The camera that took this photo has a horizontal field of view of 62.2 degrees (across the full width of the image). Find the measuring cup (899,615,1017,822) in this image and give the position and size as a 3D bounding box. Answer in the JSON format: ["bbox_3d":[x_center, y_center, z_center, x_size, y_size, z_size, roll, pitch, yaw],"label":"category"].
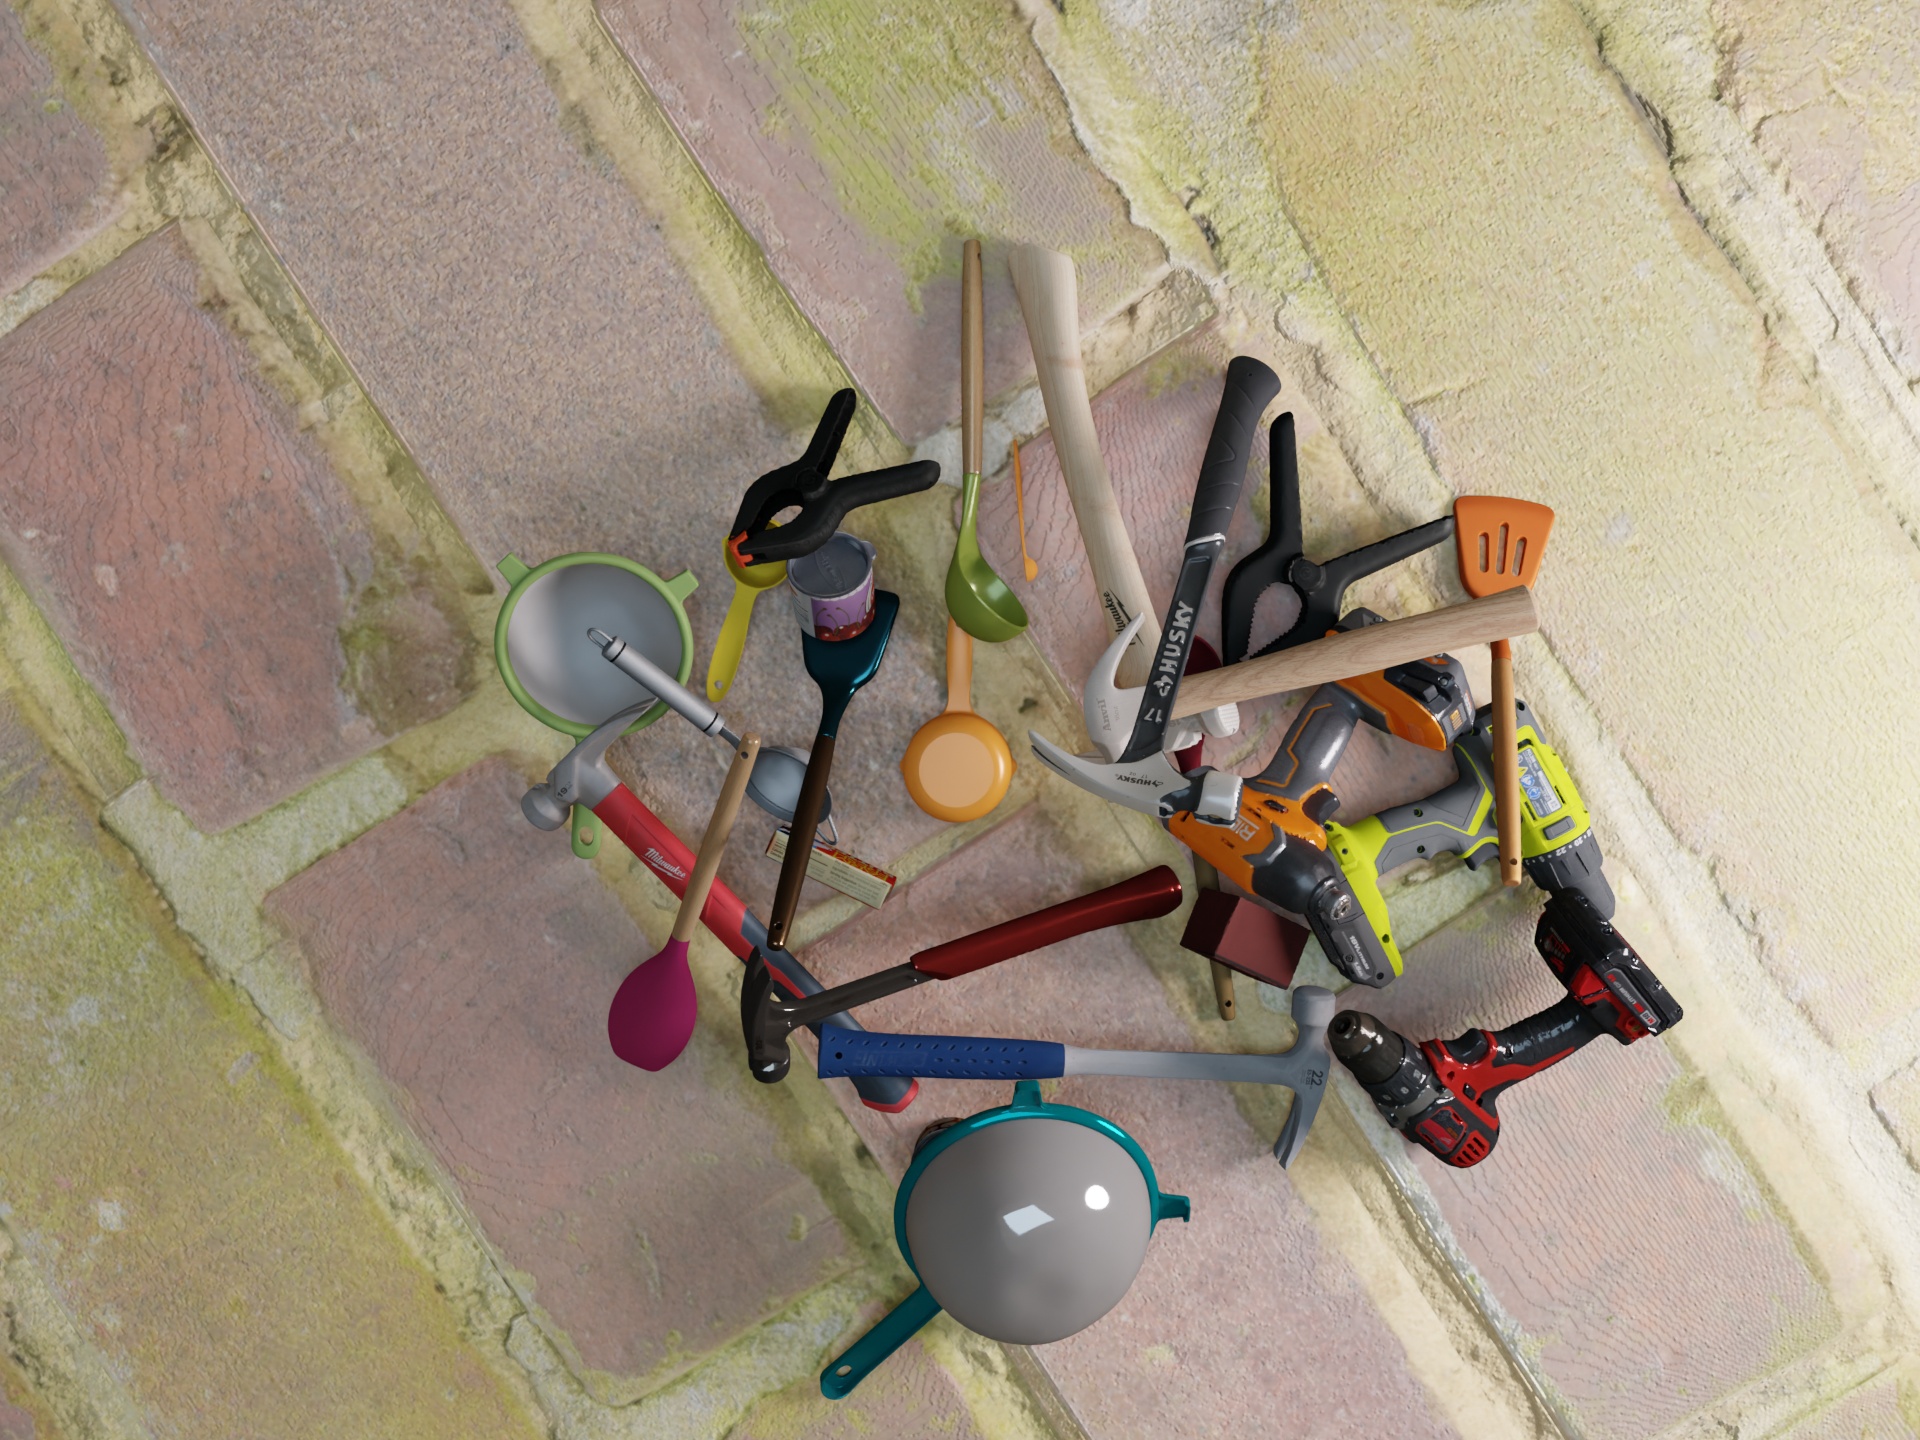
[{"bbox_3d":[-0.002,-0.004,1.258,0.095,0.052,0.173,1,94,2],"label":"measuring cup"}]

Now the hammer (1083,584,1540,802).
[{"bbox_3d":[0.251,-0.043,1.157,0.331,0.031,0.130,-15,84,6],"label":"hammer"}]

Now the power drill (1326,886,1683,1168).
[{"bbox_3d":[0.403,0.229,1.203,0.226,0.080,0.187,-41,119,14],"label":"power drill"}]

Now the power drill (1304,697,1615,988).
[{"bbox_3d":[0.383,0.114,1.241,0.228,0.080,0.190,-28,91,0],"label":"power drill"}]

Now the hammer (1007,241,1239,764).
[{"bbox_3d":[0.096,-0.170,1.244,0.146,0.038,0.411,-17,86,32],"label":"hammer"}]

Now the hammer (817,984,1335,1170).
[{"bbox_3d":[0.091,0.273,1.249,0.405,0.035,0.144,3,97,-6],"label":"hammer"}]

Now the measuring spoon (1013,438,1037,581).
[{"bbox_3d":[0.051,-0.167,1.257,0.011,0.021,0.117,-5,80,2],"label":"measuring spoon"}]

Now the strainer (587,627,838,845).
[{"bbox_3d":[-0.185,0.006,1.240,0.258,0.087,0.050,39,50,-22],"label":"strainer"}]

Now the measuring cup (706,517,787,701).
[{"bbox_3d":[-0.174,-0.089,1.279,0.062,0.029,0.156,20,105,1],"label":"measuring cup"}]

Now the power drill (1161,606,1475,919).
[{"bbox_3d":[0.281,0.039,1.193,0.226,0.084,0.164,-46,49,-6],"label":"power drill"}]

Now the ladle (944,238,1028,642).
[{"bbox_3d":[0.020,-0.220,1.248,0.062,0.078,0.320,-1,87,29],"label":"ladle"}]

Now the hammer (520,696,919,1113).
[{"bbox_3d":[-0.162,0.157,1.246,0.143,0.038,0.386,-40,99,22],"label":"hammer"}]

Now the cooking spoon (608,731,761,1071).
[{"bbox_3d":[-0.207,0.145,1.219,0.069,0.017,0.318,23,114,1],"label":"cooking spoon"}]

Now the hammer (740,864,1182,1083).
[{"bbox_3d":[0.008,0.170,1.196,0.359,0.149,0.037,-16,53,-21],"label":"hammer"}]

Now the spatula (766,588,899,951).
[{"bbox_3d":[-0.110,0.029,1.203,0.082,0.044,0.318,7,53,3],"label":"spatula"}]

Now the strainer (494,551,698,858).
[{"bbox_3d":[-0.291,-0.017,1.271,0.151,0.069,0.256,4,110,-8],"label":"strainer"}]

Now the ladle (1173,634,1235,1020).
[{"bbox_3d":[0.192,0.086,1.270,0.069,0.031,0.315,-9,94,-1],"label":"ladle"}]

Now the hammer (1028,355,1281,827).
[{"bbox_3d":[0.167,-0.112,1.154,0.149,0.036,0.409,11,59,15],"label":"hammer"}]

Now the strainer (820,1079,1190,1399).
[{"bbox_3d":[0.011,0.448,1.234,0.210,0.095,0.340,41,104,-20],"label":"strainer"}]

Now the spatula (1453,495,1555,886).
[{"bbox_3d":[0.412,-0.028,1.202,0.081,0.041,0.323,7,61,2],"label":"spatula"}]
